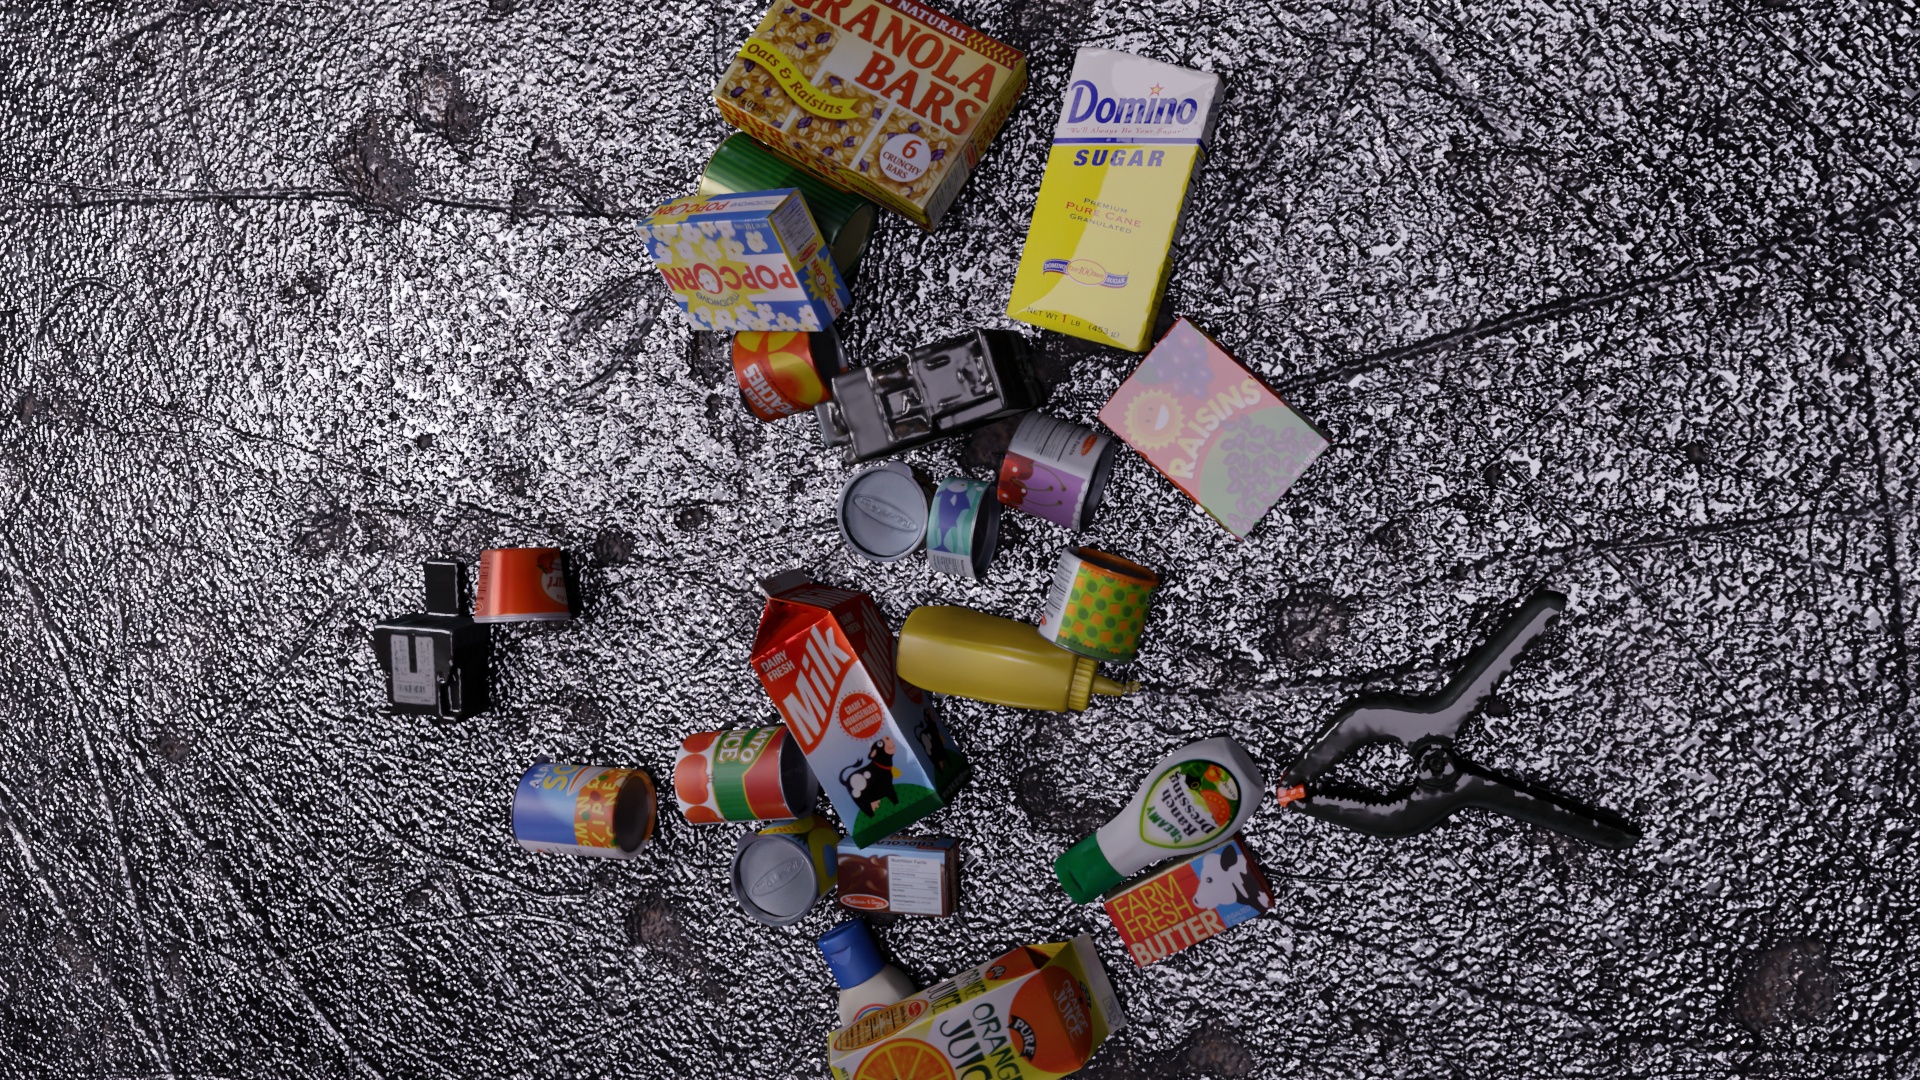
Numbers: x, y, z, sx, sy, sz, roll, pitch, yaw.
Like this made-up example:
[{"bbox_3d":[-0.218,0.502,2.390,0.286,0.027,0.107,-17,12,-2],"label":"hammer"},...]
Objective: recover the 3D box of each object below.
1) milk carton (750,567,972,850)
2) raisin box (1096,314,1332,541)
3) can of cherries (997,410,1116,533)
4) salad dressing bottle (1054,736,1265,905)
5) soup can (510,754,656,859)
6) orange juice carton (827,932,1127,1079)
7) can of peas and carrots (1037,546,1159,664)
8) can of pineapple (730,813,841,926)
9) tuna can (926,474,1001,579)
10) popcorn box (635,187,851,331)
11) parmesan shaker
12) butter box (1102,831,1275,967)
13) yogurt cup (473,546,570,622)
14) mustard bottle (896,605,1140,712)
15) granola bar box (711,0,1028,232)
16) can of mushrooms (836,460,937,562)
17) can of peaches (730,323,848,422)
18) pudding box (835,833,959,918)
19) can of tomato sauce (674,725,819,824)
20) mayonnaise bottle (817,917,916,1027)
[{"bbox_3d":[-0.077,0.105,0.953,0.073,0.072,0.190,-31,87,18],"label":"milk carton"},{"bbox_3d":[0.161,-0.072,0.883,0.123,0.040,0.086,42,106,7],"label":"raisin box"},{"bbox_3d":[0.062,-0.043,0.901,0.058,0.071,0.071,19,101,13],"label":"can of cherries"},{"bbox_3d":[0.129,0.188,0.918,0.147,0.044,0.064,-39,81,17],"label":"salad dressing bottle"},{"bbox_3d":[-0.277,0.196,1.025,0.084,0.071,0.071,1,97,15],"label":"soup can"},{"bbox_3d":[0.013,0.334,0.935,0.193,0.073,0.072,-22,89,-7],"label":"orange juice carton"},{"bbox_3d":[0.092,0.042,0.902,0.071,0.071,0.058,19,101,13],"label":"can of peas and carrots"},{"bbox_3d":[-0.122,0.230,0.988,0.071,0.058,0.071,2,97,16],"label":"can of pineapple"},{"bbox_3d":[0.003,-0.012,0.921,0.033,0.071,0.071,9,99,16],"label":"tuna can"},{"bbox_3d":[-0.141,-0.181,0.905,0.126,0.038,0.085,7,137,37],"label":"popcorn box"},{"bbox_3d":[-0.115,-0.220,0.934,0.103,0.071,0.071,30,104,10],"label":"parmesan shaker"},{"bbox_3d":[0.152,0.240,0.928,0.103,0.024,0.053,-31,87,17],"label":"butter box"},{"bbox_3d":[-0.323,0.033,1.022,0.072,0.072,0.054,-3,88,16],"label":"yogurt cup"},{"bbox_3d":[0.040,0.084,0.922,0.160,0.065,0.048,13,112,11],"label":"mustard bottle"},{"bbox_3d":[-0.058,-0.293,0.900,0.166,0.039,0.124,30,82,11],"label":"granola bar box"},{"bbox_3d":[-0.047,-0.022,0.951,0.071,0.033,0.071,2,97,17],"label":"can of mushrooms"},{"bbox_3d":[-0.115,-0.117,0.940,0.058,0.071,0.071,-14,93,16],"label":"can of peaches"},{"bbox_3d":[-0.044,0.235,0.981,0.084,0.030,0.049,0,97,16],"label":"pudding box"},{"bbox_3d":[-0.151,0.164,0.984,0.083,0.071,0.071,-7,94,18],"label":"can of tomato sauce"},{"bbox_3d":[-0.053,0.343,0.989,0.064,0.041,0.148,-28,89,12],"label":"mayonnaise bottle"}]
